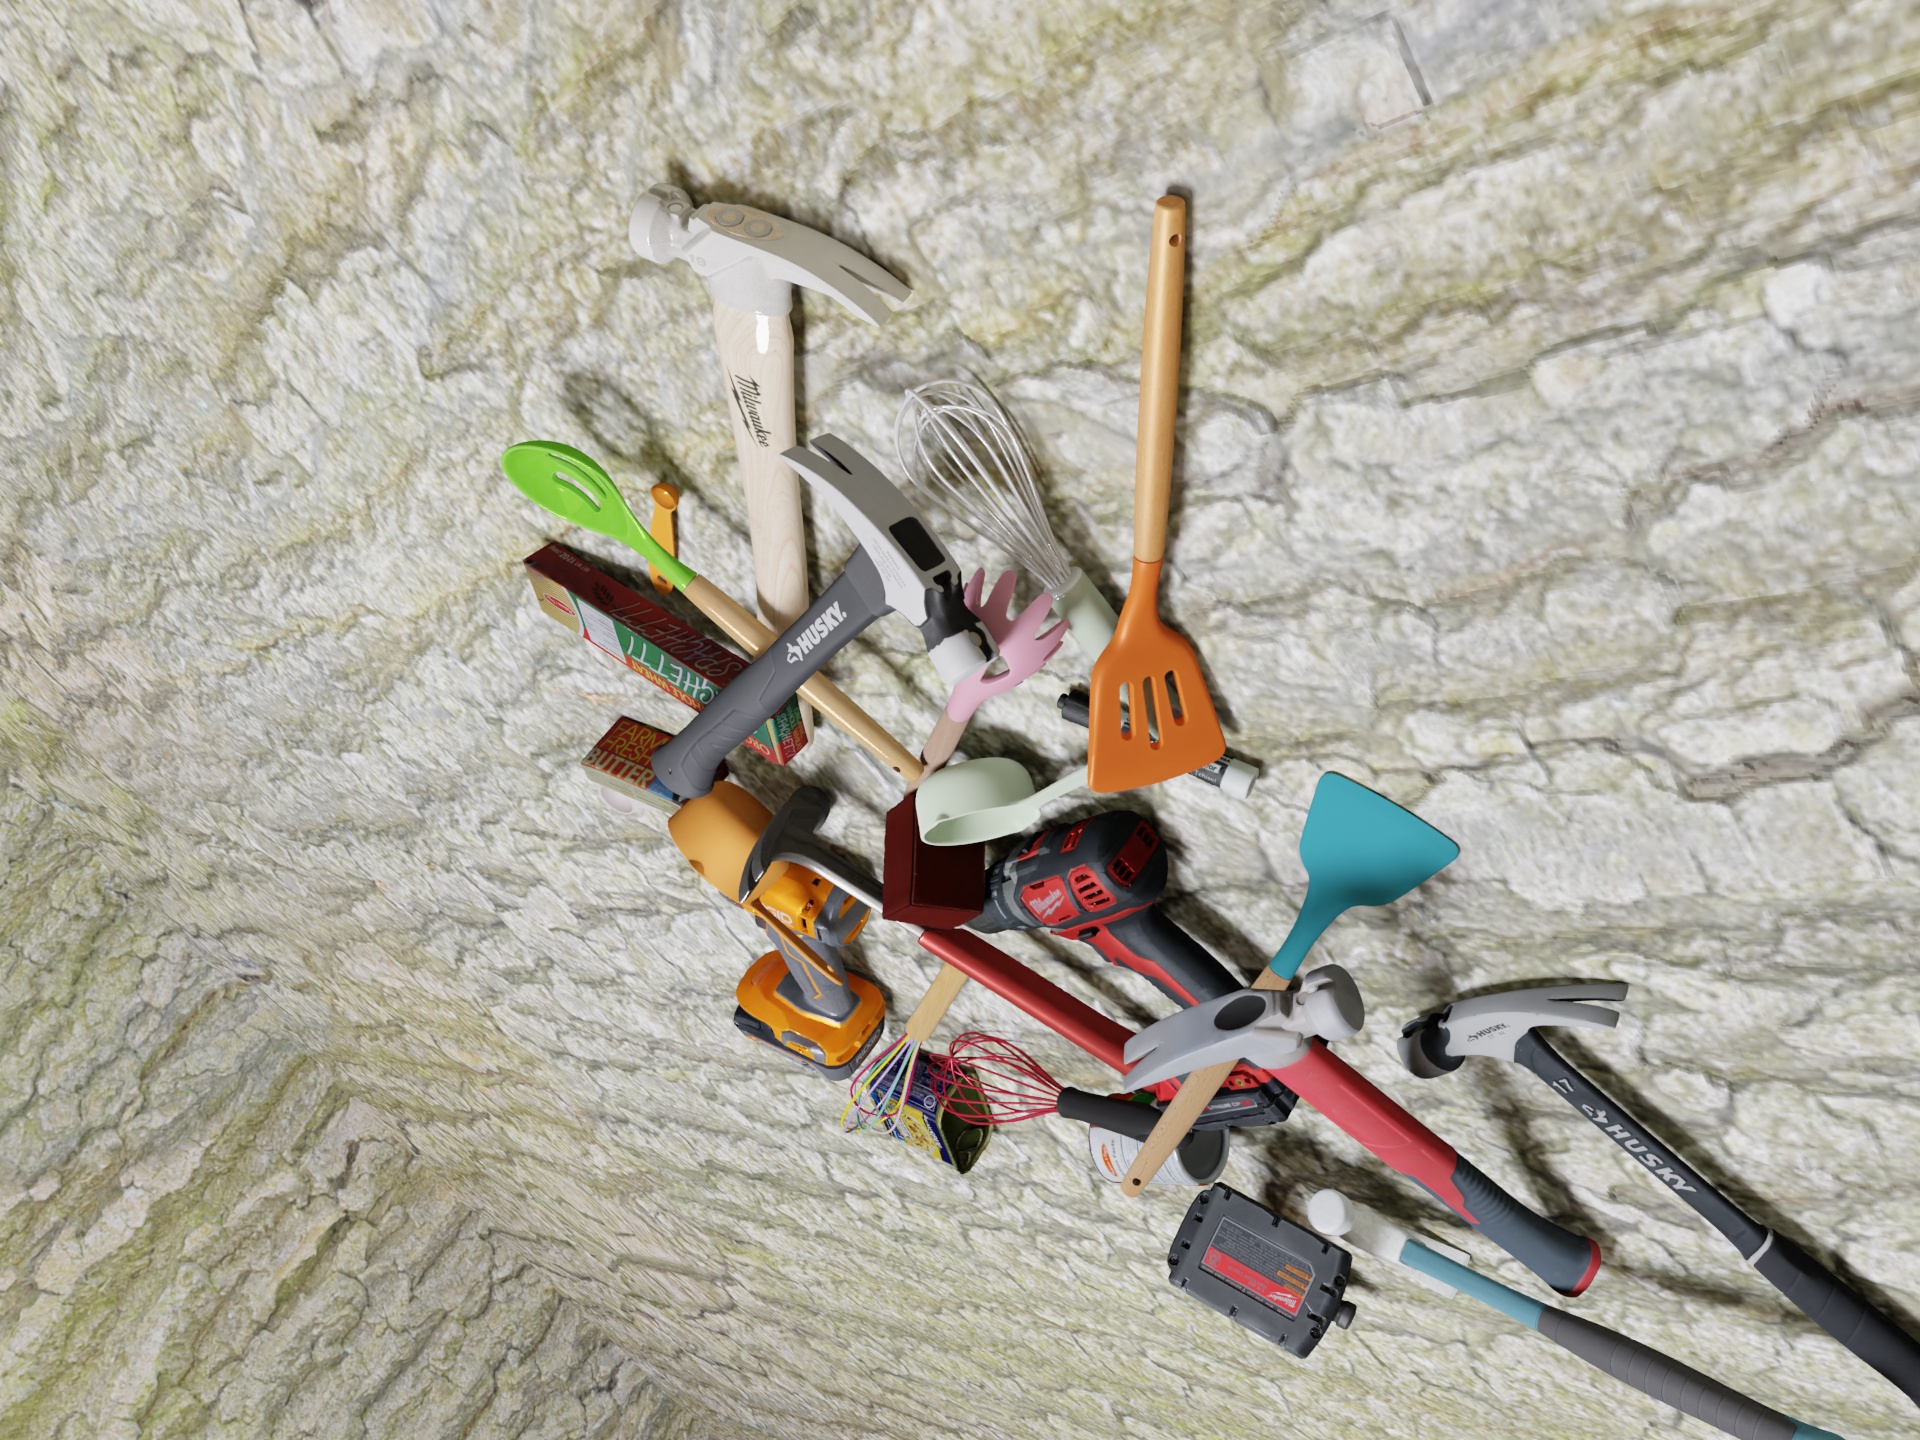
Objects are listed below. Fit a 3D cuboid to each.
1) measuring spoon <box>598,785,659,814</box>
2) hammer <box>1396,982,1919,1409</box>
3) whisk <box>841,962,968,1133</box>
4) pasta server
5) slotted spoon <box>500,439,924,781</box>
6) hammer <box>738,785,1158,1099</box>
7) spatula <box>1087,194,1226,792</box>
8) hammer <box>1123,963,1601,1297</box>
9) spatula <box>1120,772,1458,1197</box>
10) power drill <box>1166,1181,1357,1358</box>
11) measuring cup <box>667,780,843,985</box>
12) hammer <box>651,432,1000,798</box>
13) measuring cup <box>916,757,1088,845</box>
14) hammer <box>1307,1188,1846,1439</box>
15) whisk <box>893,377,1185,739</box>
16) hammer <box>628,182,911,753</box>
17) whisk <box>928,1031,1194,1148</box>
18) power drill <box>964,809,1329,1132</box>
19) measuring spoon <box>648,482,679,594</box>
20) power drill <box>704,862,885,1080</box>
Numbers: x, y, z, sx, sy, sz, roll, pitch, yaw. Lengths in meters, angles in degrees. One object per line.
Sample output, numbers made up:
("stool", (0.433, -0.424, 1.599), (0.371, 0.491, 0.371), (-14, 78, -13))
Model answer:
("measuring spoon", (-0.242, 0.061, 1.288), (0.124, 0.018, 0.034), (2, 134, 31))
("hammer", (0.449, 0.287, 0.910), (0.409, 0.036, 0.149), (39, 145, -4))
("whisk", (-0.039, 0.259, 1.269), (0.047, 0.051, 0.244), (20, 128, -11))
("pasta server", (-0.001, -0.003, 0.940), (0.060, 0.040, 0.316), (31, 158, 1))
("slotted spoon", (-0.144, -0.066, 0.964), (0.313, 0.031, 0.070), (40, 148, -8))
("hammer", (0.016, 0.172, 1.101), (0.359, 0.149, 0.036), (33, 111, -4))
("spatula", (0.095, -0.094, 0.760), (0.322, 0.081, 0.041), (87, 164, -45))
("hammer", (0.261, 0.264, 0.949), (0.143, 0.038, 0.386), (-27, 129, 32))
("spatula", (0.170, 0.168, 0.924), (0.082, 0.044, 0.317), (31, 113, 8))
("power drill", (0.226, 0.407, 1.173), (0.143, 0.078, 0.219), (25, 168, 18))
("measuring cup", (-0.132, 0.114, 1.145), (0.173, 0.052, 0.095), (44, -174, 4))
("hammer", (-0.107, -0.032, 0.910), (0.146, 0.035, 0.334), (57, 142, 2))
("measuring cup", (0.042, 0.032, 0.965), (0.167, 0.038, 0.083), (-28, 156, 34))
("hammer", (0.383, 0.386, 1.006), (0.331, 0.033, 0.128), (15, 165, 48))
("whisk", (0.048, -0.078, 0.830), (0.246, 0.058, 0.059), (50, 179, -24))
("hammer", (-0.100, -0.110, 0.928), (0.146, 0.038, 0.410), (24, 145, 16))
("whisk", (0.068, 0.283, 1.191), (0.296, 0.073, 0.073), (-2, 131, 55))
("power drill", (0.109, 0.162, 1.033), (0.226, 0.080, 0.188), (48, 145, -11))
("measuring spoon", (-0.190, -0.117, 1.027), (0.021, 0.011, 0.116), (31, 150, 7))
("power drill", (-0.143, 0.176, 1.276), (0.164, 0.084, 0.226), (21, 139, 24))
